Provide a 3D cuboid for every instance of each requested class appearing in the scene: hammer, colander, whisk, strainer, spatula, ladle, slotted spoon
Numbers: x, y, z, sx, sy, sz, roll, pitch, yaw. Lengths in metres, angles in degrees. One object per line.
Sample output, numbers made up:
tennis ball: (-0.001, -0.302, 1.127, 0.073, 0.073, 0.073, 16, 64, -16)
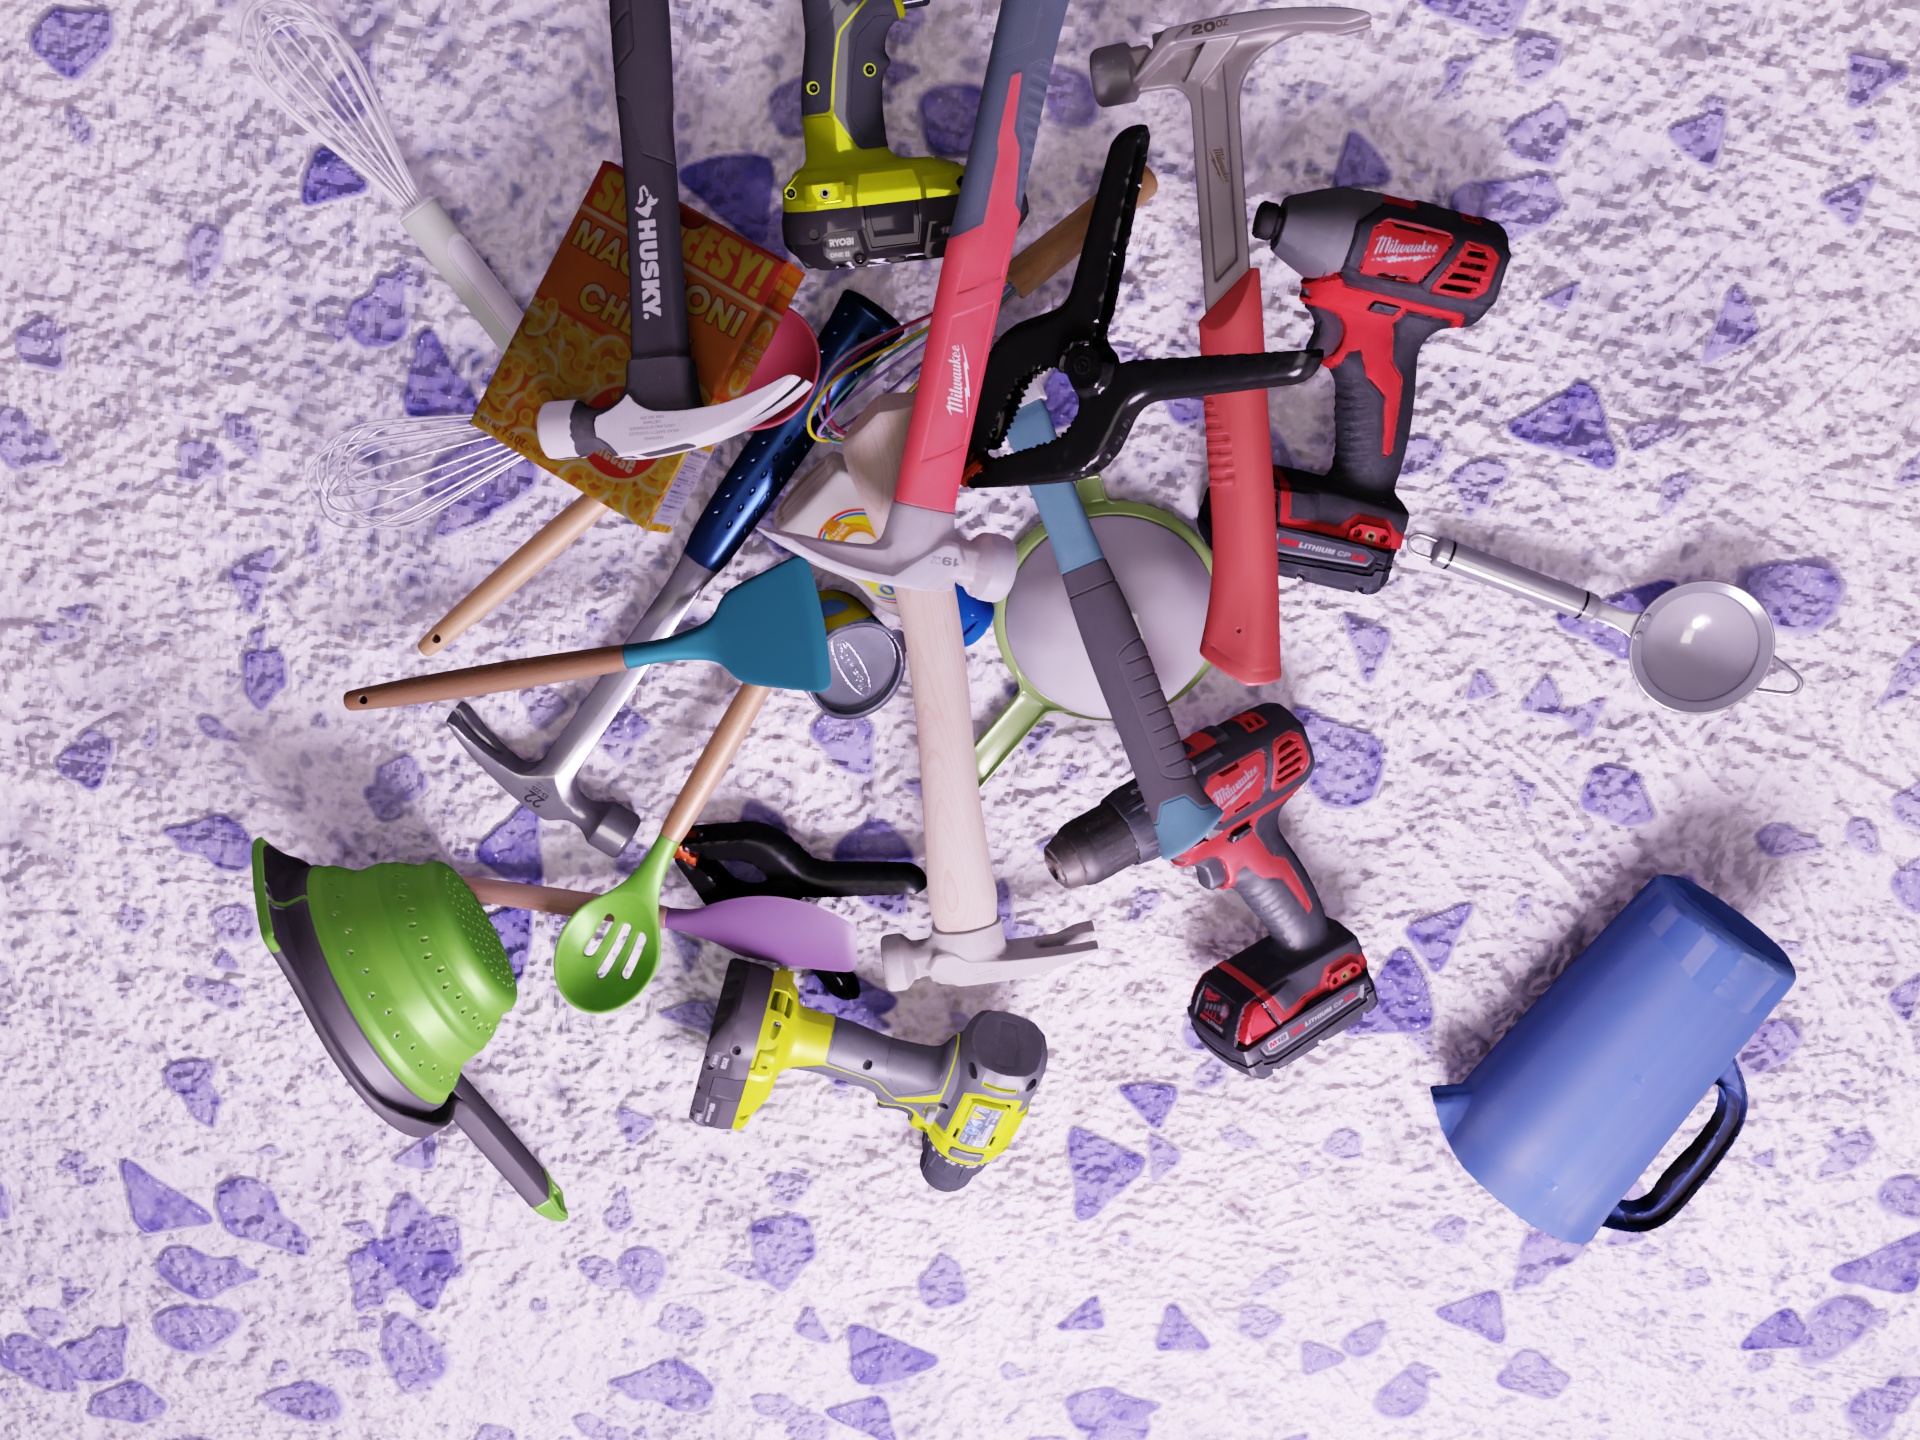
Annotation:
hammer: (-0.002, -0.003, 0.977, 0.146, 0.038, 0.410, -8, 122, -1)
colander: (-0.331, 0.217, 1.090, 0.094, 0.205, 0.396, -28, 131, -7)
whisk: (0.011, -0.237, 0.909, 0.245, 0.051, 0.047, -38, 125, 2)
strainer: (0.402, -0.071, 1.003, 0.258, 0.050, 0.087, 20, 107, -2)
hammer: (0.079, -0.078, 0.940, 0.128, 0.033, 0.331, -22, 89, 14)
spatula: (-0.225, 0.129, 1.087, 0.316, 0.018, 0.059, 7, 123, 6)
spatula: (-0.235, -0.036, 0.981, 0.317, 0.044, 0.082, -9, 97, 6)
hammer: (-0.160, -0.309, 0.840, 0.146, 0.035, 0.335, -2, 93, 12)
strainer: (0.063, -0.019, 1.011, 0.151, 0.069, 0.256, 36, 108, -15)
hammer: (-0.173, -0.095, 0.998, 0.144, 0.035, 0.405, 33, 110, -14)
ladle: (-0.208, -0.135, 0.943, 0.315, 0.031, 0.069, -37, 98, 13)
whisk: (-0.314, -0.298, 0.904, 0.059, 0.058, 0.246, -11, 124, 43)
slotted spoon: (-0.176, 0.056, 1.044, 0.070, 0.031, 0.313, 32, 100, 6)
hammer: (0.161, -0.199, 0.881, 0.149, 0.037, 0.359, -3, 101, 16)
hammer: (-0.001, -0.260, 0.825, 0.143, 0.038, 0.386, 8, 100, -26)
whisk: (-0.254, -0.175, 0.956, 0.284, 0.070, 0.070, -17, 113, 2)

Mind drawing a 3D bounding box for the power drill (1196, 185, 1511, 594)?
power drill: (0.217, -0.196, 0.930, 0.143, 0.079, 0.219, 12, 111, -5)

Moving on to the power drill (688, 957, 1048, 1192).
power drill: (-0.068, 0.259, 1.122, 0.228, 0.080, 0.190, 15, 135, -6)

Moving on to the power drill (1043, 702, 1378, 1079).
power drill: (0.166, 0.120, 1.042, 0.188, 0.080, 0.226, -28, 112, -14)

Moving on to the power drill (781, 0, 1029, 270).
power drill: (-0.033, -0.365, 0.855, 0.171, 0.080, 0.223, -7, 111, -1)
